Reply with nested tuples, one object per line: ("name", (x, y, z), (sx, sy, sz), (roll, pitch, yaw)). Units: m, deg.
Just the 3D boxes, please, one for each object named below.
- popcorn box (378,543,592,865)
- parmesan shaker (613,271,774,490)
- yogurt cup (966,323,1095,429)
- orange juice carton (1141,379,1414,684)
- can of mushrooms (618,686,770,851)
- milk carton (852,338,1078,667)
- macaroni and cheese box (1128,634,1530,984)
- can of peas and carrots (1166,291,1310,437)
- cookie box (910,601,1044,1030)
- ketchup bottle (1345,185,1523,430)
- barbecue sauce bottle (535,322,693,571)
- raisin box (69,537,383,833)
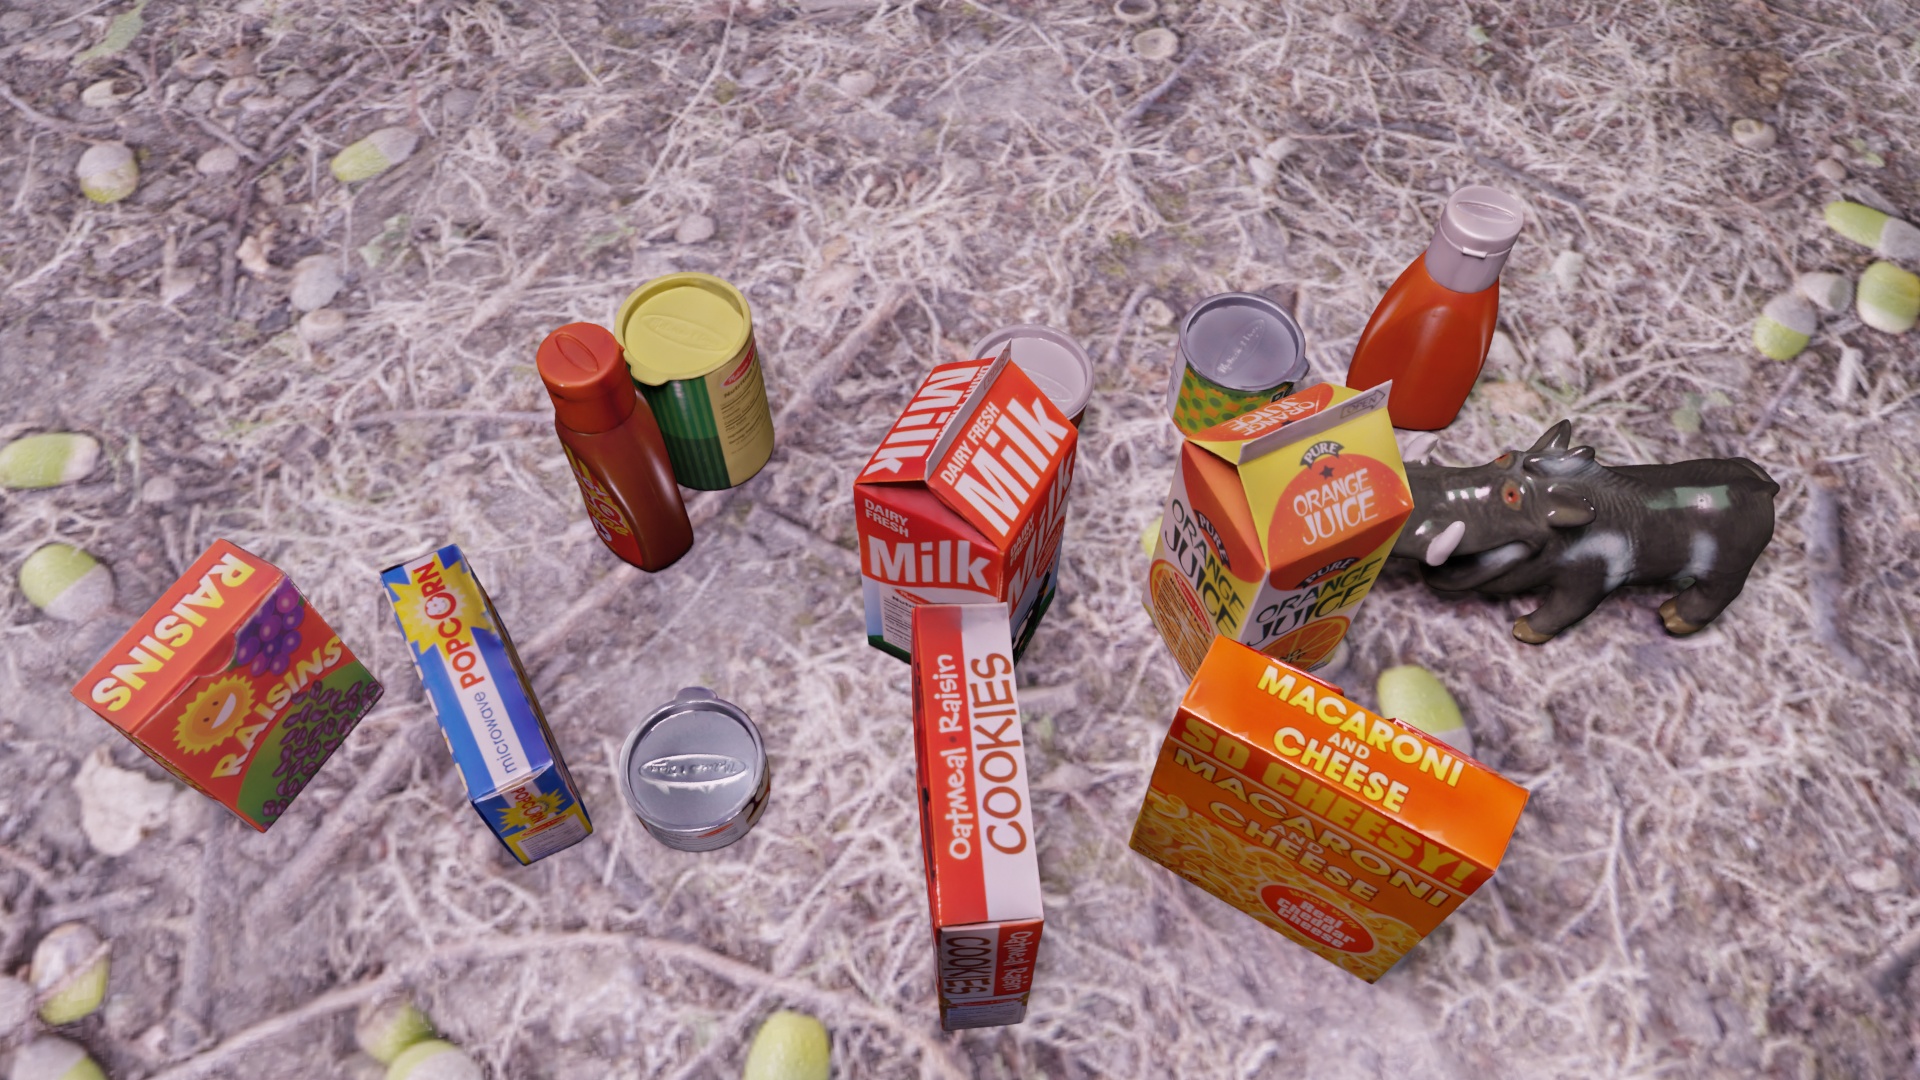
("popcorn box", (-0.215, 0.075, 0.632), (0.038, 0.084, 0.127), (-26, 63, -15))
("parmesan shaker", (-0.136, -0.077, 0.714), (0.071, 0.102, 0.071), (0, 59, 0))
("yogurt cup", (0.036, -0.074, 0.742), (0.072, 0.053, 0.073), (0, 59, 0))
("orange juice carton", (0.138, -0.001, 0.620), (0.072, 0.191, 0.073), (-21, 62, -13))
("can of mushrooms", (-0.122, 0.106, 0.644), (0.071, 0.033, 0.071), (0, 59, 0))
("milk carton", (0.002, -0.008, 0.623), (0.073, 0.189, 0.072), (25, 62, 13))
("macaroni and cheese box", (0.139, 0.114, 0.566), (0.124, 0.165, 0.040), (27, 63, 15))
("can of peas and carrots", (0.150, -0.090, 0.750), (0.071, 0.058, 0.071), (0, 59, 0))
("cookie box", (0.003, 0.117, 0.562), (0.040, 0.166, 0.123), (-4, 60, -3))
("ketchup bottle", (0.246, -0.116, 0.715), (0.065, 0.148, 0.044), (16, 61, 9))
("barbecue sauce bottle", (-0.167, -0.045, 0.668), (0.044, 0.147, 0.065), (-39, 67, -21))
("raisin box", (-0.317, 0.067, 0.613), (0.040, 0.122, 0.086), (27, 63, 14))
